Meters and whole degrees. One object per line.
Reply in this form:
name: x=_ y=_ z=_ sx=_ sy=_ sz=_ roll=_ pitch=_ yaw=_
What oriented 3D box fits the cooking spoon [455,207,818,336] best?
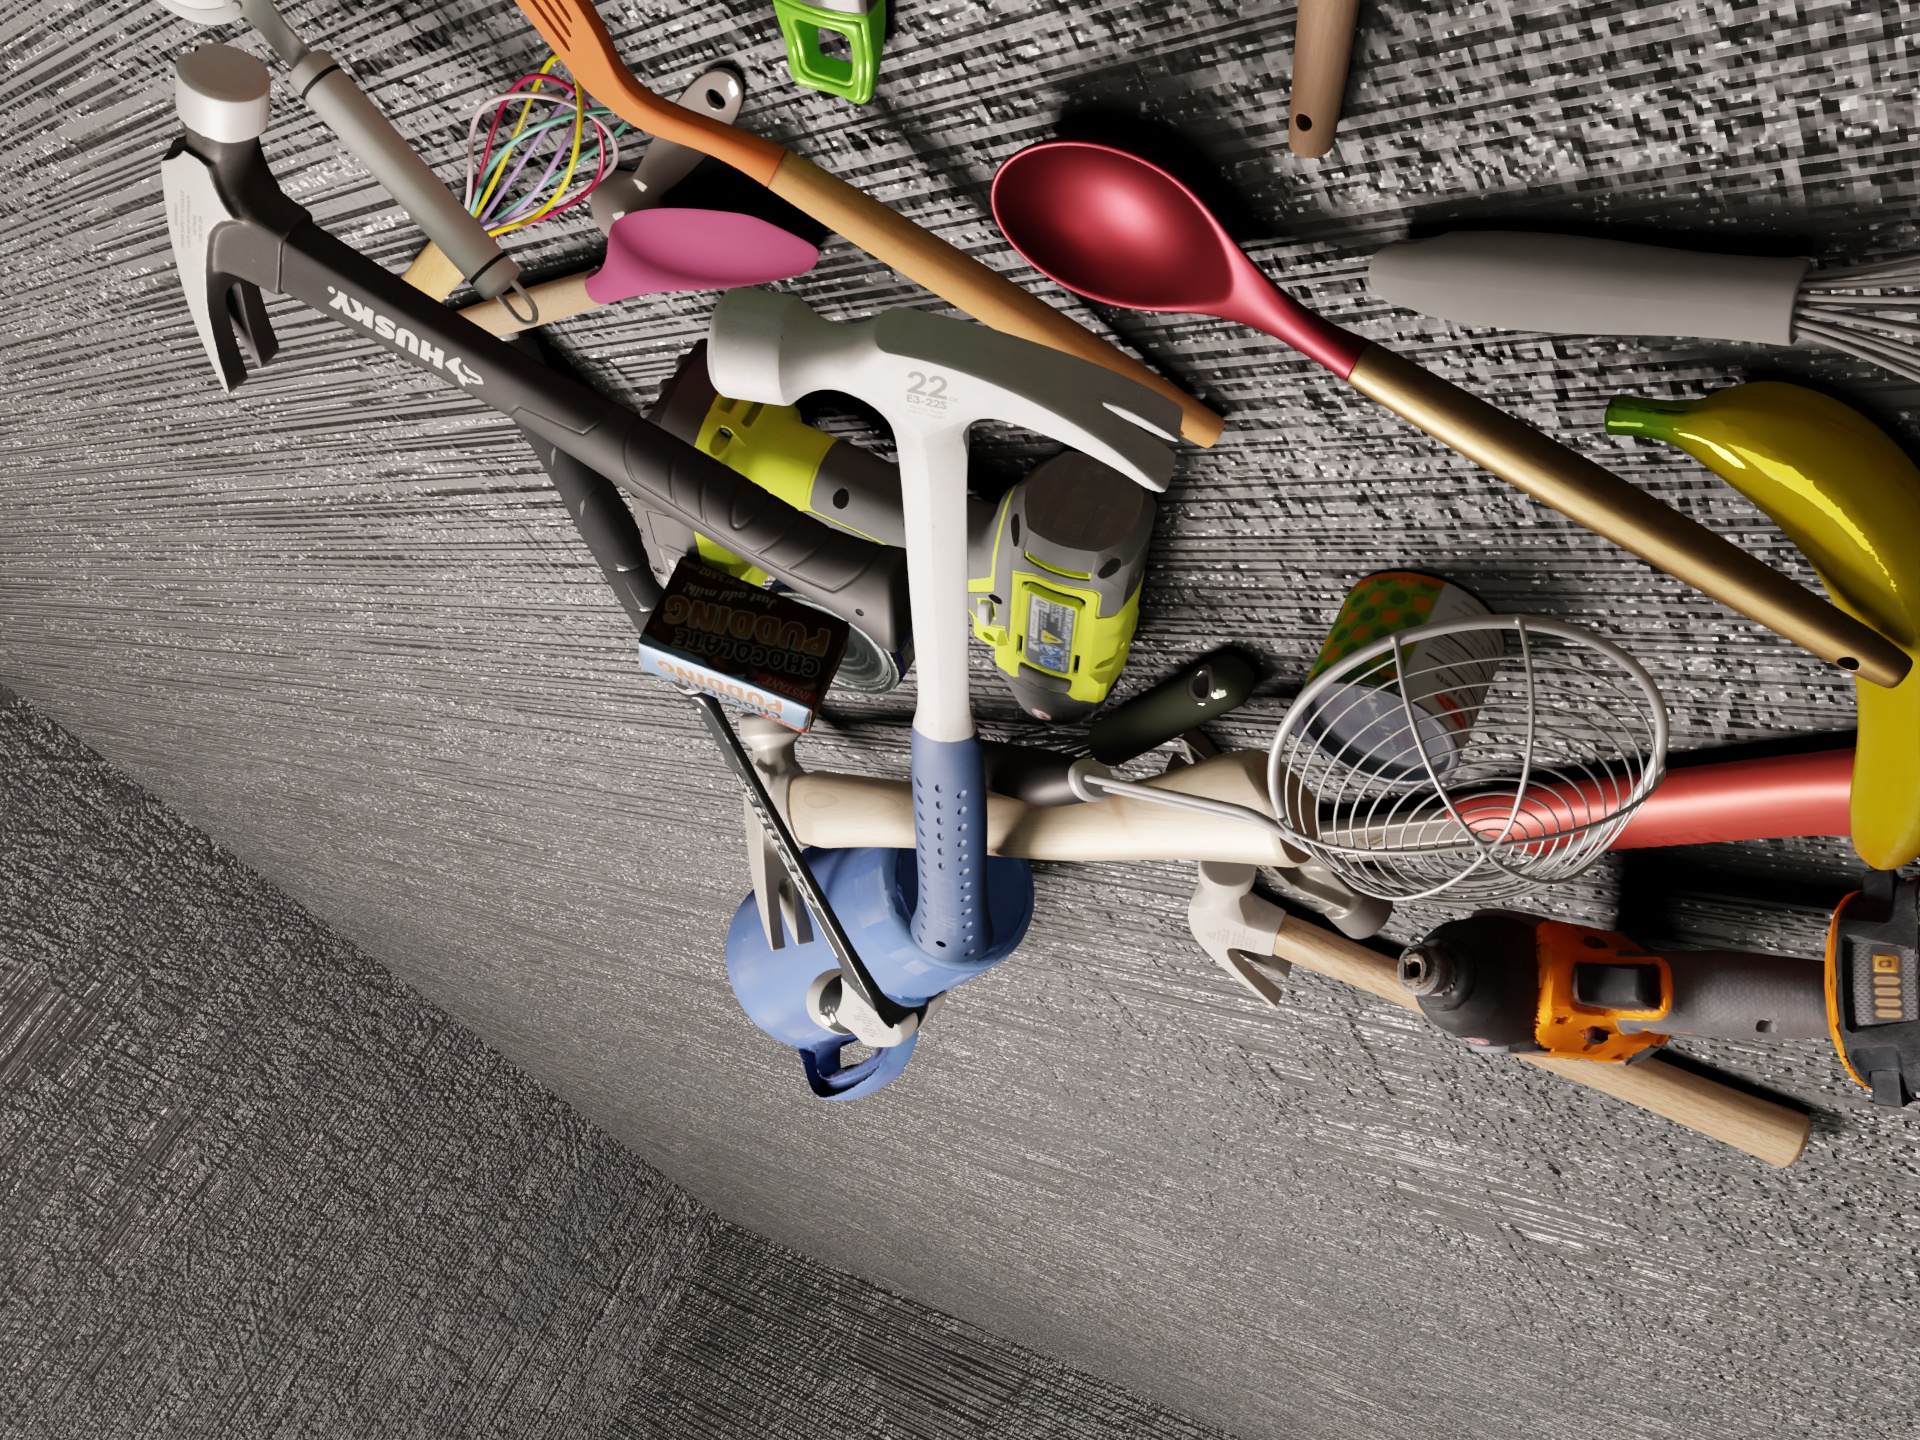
cooking spoon: x=-0.173 y=-0.188 z=0.707 sx=0.068 sy=0.017 sz=0.319 roll=14 pitch=174 yaw=-42

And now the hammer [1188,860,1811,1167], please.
hammer: x=0.281 y=0.161 z=0.864 sx=0.331 sy=0.031 sz=0.130 roll=21 pitch=153 yaw=17

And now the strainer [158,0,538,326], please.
strainer: x=-0.253 y=-0.254 z=0.607 sx=0.087 sy=0.050 sz=0.258 roll=-29 pitch=109 yaw=37

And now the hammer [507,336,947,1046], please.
hammer: x=-0.128 y=-0.005 z=0.814 sx=0.409 sy=0.036 sz=0.149 roll=62 pitch=157 yaw=-10

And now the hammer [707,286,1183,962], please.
hammer: x=-0.001 y=-0.002 z=0.635 sx=0.144 sy=0.035 sz=0.405 roll=11 pitch=148 yaw=8

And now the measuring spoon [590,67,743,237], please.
measuring spoon: x=-0.115 y=-0.215 z=0.616 sx=0.034 sy=0.018 sz=0.124 roll=40 pitch=152 yaw=-19

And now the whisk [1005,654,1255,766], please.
whisk: x=0.072 y=0.014 z=0.812 sx=0.059 sy=0.058 sz=0.246 roll=3 pitch=162 yaw=-27

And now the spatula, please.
spatula: x=-0.038 y=-0.189 z=0.557 sx=0.322 sy=0.041 sz=0.081 roll=28 pitch=174 yaw=-14

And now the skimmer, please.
skimmer: x=0.102 y=0.007 z=0.643 sx=0.127 sy=0.090 sz=0.363 roll=37 pitch=166 yaw=-27

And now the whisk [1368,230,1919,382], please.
whisk: x=0.221 y=-0.110 z=0.424 sx=0.239 sy=0.055 sz=0.055 roll=16 pitch=151 yaw=34

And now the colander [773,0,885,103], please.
colander: x=-0.065 y=-0.285 z=0.348 sx=0.204 sy=0.094 sz=0.396 roll=23 pitch=153 yaw=15

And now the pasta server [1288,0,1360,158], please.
pasta server: x=0.085 y=-0.244 z=0.332 sx=0.060 sy=0.040 sz=0.316 roll=33 pitch=158 yaw=22

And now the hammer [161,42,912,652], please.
hammer: x=-0.164 y=-0.122 z=0.640 sx=0.334 sy=0.035 sz=0.146 roll=30 pitch=140 yaw=-3

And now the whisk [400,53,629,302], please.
whisk: x=-0.202 y=-0.220 z=0.681 sx=0.245 sy=0.051 sz=0.047 roll=-7 pitch=116 yaw=57

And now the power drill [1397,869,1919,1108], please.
power drill: x=0.298 y=0.107 z=0.634 sx=0.164 sy=0.084 sz=0.226 roll=13 pitch=166 yaw=-36

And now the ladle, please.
ladle: x=0.147 y=-0.099 z=0.495 sx=0.315 sy=0.031 sz=0.069 roll=34 pitch=158 yaw=12

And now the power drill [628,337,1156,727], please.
power drill: x=-0.028 y=-0.074 z=0.717 sx=0.223 sy=0.080 sz=0.171 roll=21 pitch=153 yaw=11

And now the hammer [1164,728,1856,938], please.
hammer: x=0.249 y=0.035 z=0.667 sx=0.149 sy=0.037 sz=0.359 roll=41 pitch=153 yaw=-21

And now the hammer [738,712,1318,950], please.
hammer: x=0.011 y=0.061 z=0.828 sx=0.038 sy=0.146 sz=0.411 roll=-8 pitch=-176 yaw=-40
